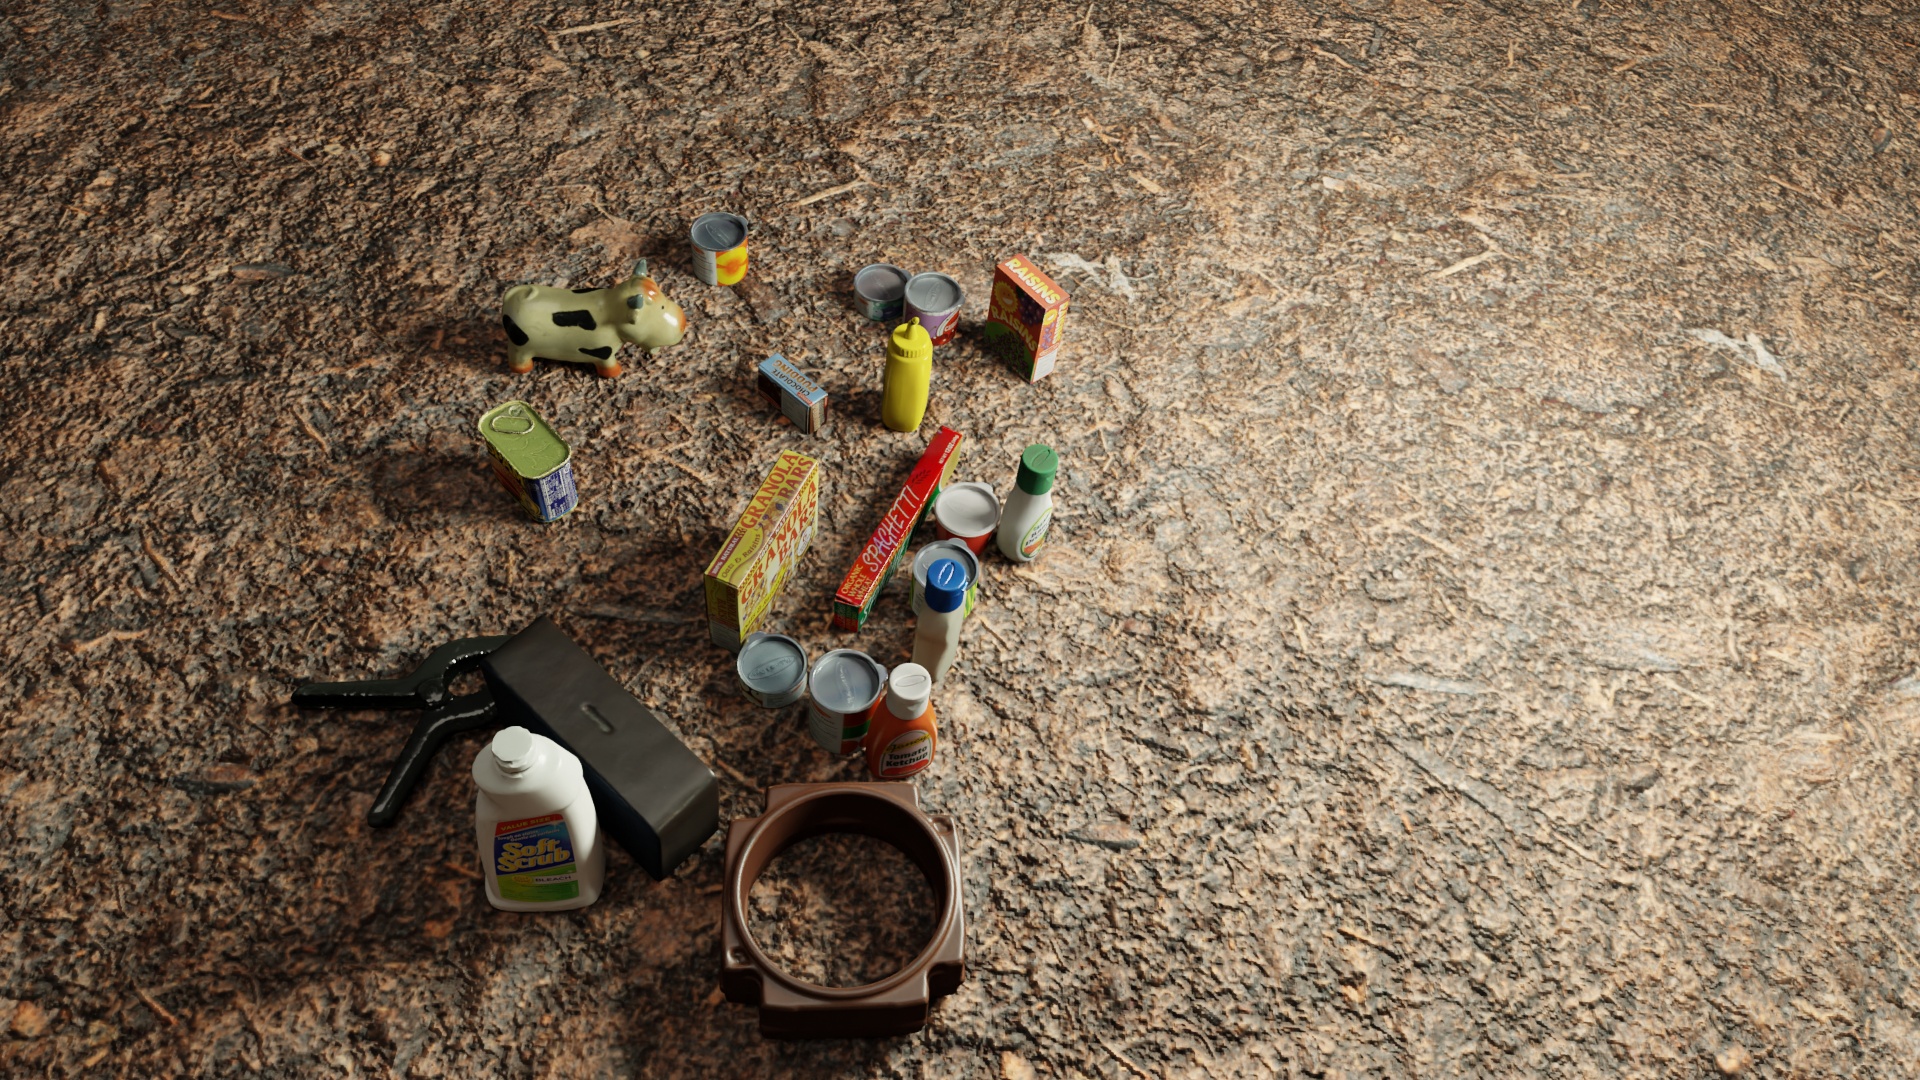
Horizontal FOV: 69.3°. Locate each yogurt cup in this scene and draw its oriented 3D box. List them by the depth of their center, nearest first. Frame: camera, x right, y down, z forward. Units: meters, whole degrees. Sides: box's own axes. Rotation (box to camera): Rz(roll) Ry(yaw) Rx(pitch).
[{"bbox_3d":[0.005,-0.018,1.430,0.072,0.053,0.073,3,54,-4],"label":"yogurt cup"}]

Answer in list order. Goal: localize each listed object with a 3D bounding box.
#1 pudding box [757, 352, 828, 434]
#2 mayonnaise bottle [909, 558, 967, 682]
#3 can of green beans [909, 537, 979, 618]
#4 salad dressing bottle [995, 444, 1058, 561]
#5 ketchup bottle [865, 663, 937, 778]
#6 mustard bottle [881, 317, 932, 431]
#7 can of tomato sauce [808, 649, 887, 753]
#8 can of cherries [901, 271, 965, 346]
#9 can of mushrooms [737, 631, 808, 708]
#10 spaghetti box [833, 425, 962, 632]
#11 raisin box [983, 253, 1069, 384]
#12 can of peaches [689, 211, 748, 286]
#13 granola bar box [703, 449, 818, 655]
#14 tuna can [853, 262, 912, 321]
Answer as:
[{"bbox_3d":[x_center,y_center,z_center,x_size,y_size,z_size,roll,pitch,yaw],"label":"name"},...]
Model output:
[{"bbox_3d":[-0.183,-0.160,1.513,0.084,0.049,0.030,39,59,20],"label":"pudding box"},{"bbox_3d":[-0.019,0.072,1.304,0.041,0.147,0.065,20,55,8],"label":"mayonnaise bottle"},{"bbox_3d":[-0.016,0.043,1.381,0.071,0.057,0.071,3,54,-4],"label":"can of green beans"},{"bbox_3d":[0.069,-0.037,1.394,0.044,0.146,0.064,36,58,18],"label":"salad dressing bottle"},{"bbox_3d":[-0.050,0.161,1.236,0.065,0.148,0.044,-12,57,-15],"label":"ketchup bottle"},{"bbox_3d":[-0.056,-0.184,1.477,0.049,0.159,0.065,11,54,1],"label":"mustard bottle"},{"bbox_3d":[-0.105,0.148,1.279,0.071,0.082,0.071,3,54,-4],"label":"can of tomato sauce"},{"bbox_3d":[-0.031,-0.265,1.602,0.071,0.058,0.072,3,54,-4],"label":"can of cherries"},{"bbox_3d":[-0.179,0.122,1.319,0.071,0.033,0.071,3,54,-4],"label":"can of mushrooms"},{"bbox_3d":[-0.062,-0.015,1.422,0.029,0.050,0.251,23,55,10],"label":"spaghetti box"},{"bbox_3d":[0.073,-0.248,1.562,0.040,0.122,0.086,-32,64,-26],"label":"raisin box"},{"bbox_3d":[-0.280,-0.342,1.627,0.071,0.057,0.071,3,54,-4],"label":"can of peaches"},{"bbox_3d":[-0.191,0.011,1.342,0.039,0.123,0.166,21,55,9],"label":"granola bar box"},{"bbox_3d":[-0.090,-0.292,1.630,0.071,0.032,0.071,3,54,-4],"label":"tuna can"}]
